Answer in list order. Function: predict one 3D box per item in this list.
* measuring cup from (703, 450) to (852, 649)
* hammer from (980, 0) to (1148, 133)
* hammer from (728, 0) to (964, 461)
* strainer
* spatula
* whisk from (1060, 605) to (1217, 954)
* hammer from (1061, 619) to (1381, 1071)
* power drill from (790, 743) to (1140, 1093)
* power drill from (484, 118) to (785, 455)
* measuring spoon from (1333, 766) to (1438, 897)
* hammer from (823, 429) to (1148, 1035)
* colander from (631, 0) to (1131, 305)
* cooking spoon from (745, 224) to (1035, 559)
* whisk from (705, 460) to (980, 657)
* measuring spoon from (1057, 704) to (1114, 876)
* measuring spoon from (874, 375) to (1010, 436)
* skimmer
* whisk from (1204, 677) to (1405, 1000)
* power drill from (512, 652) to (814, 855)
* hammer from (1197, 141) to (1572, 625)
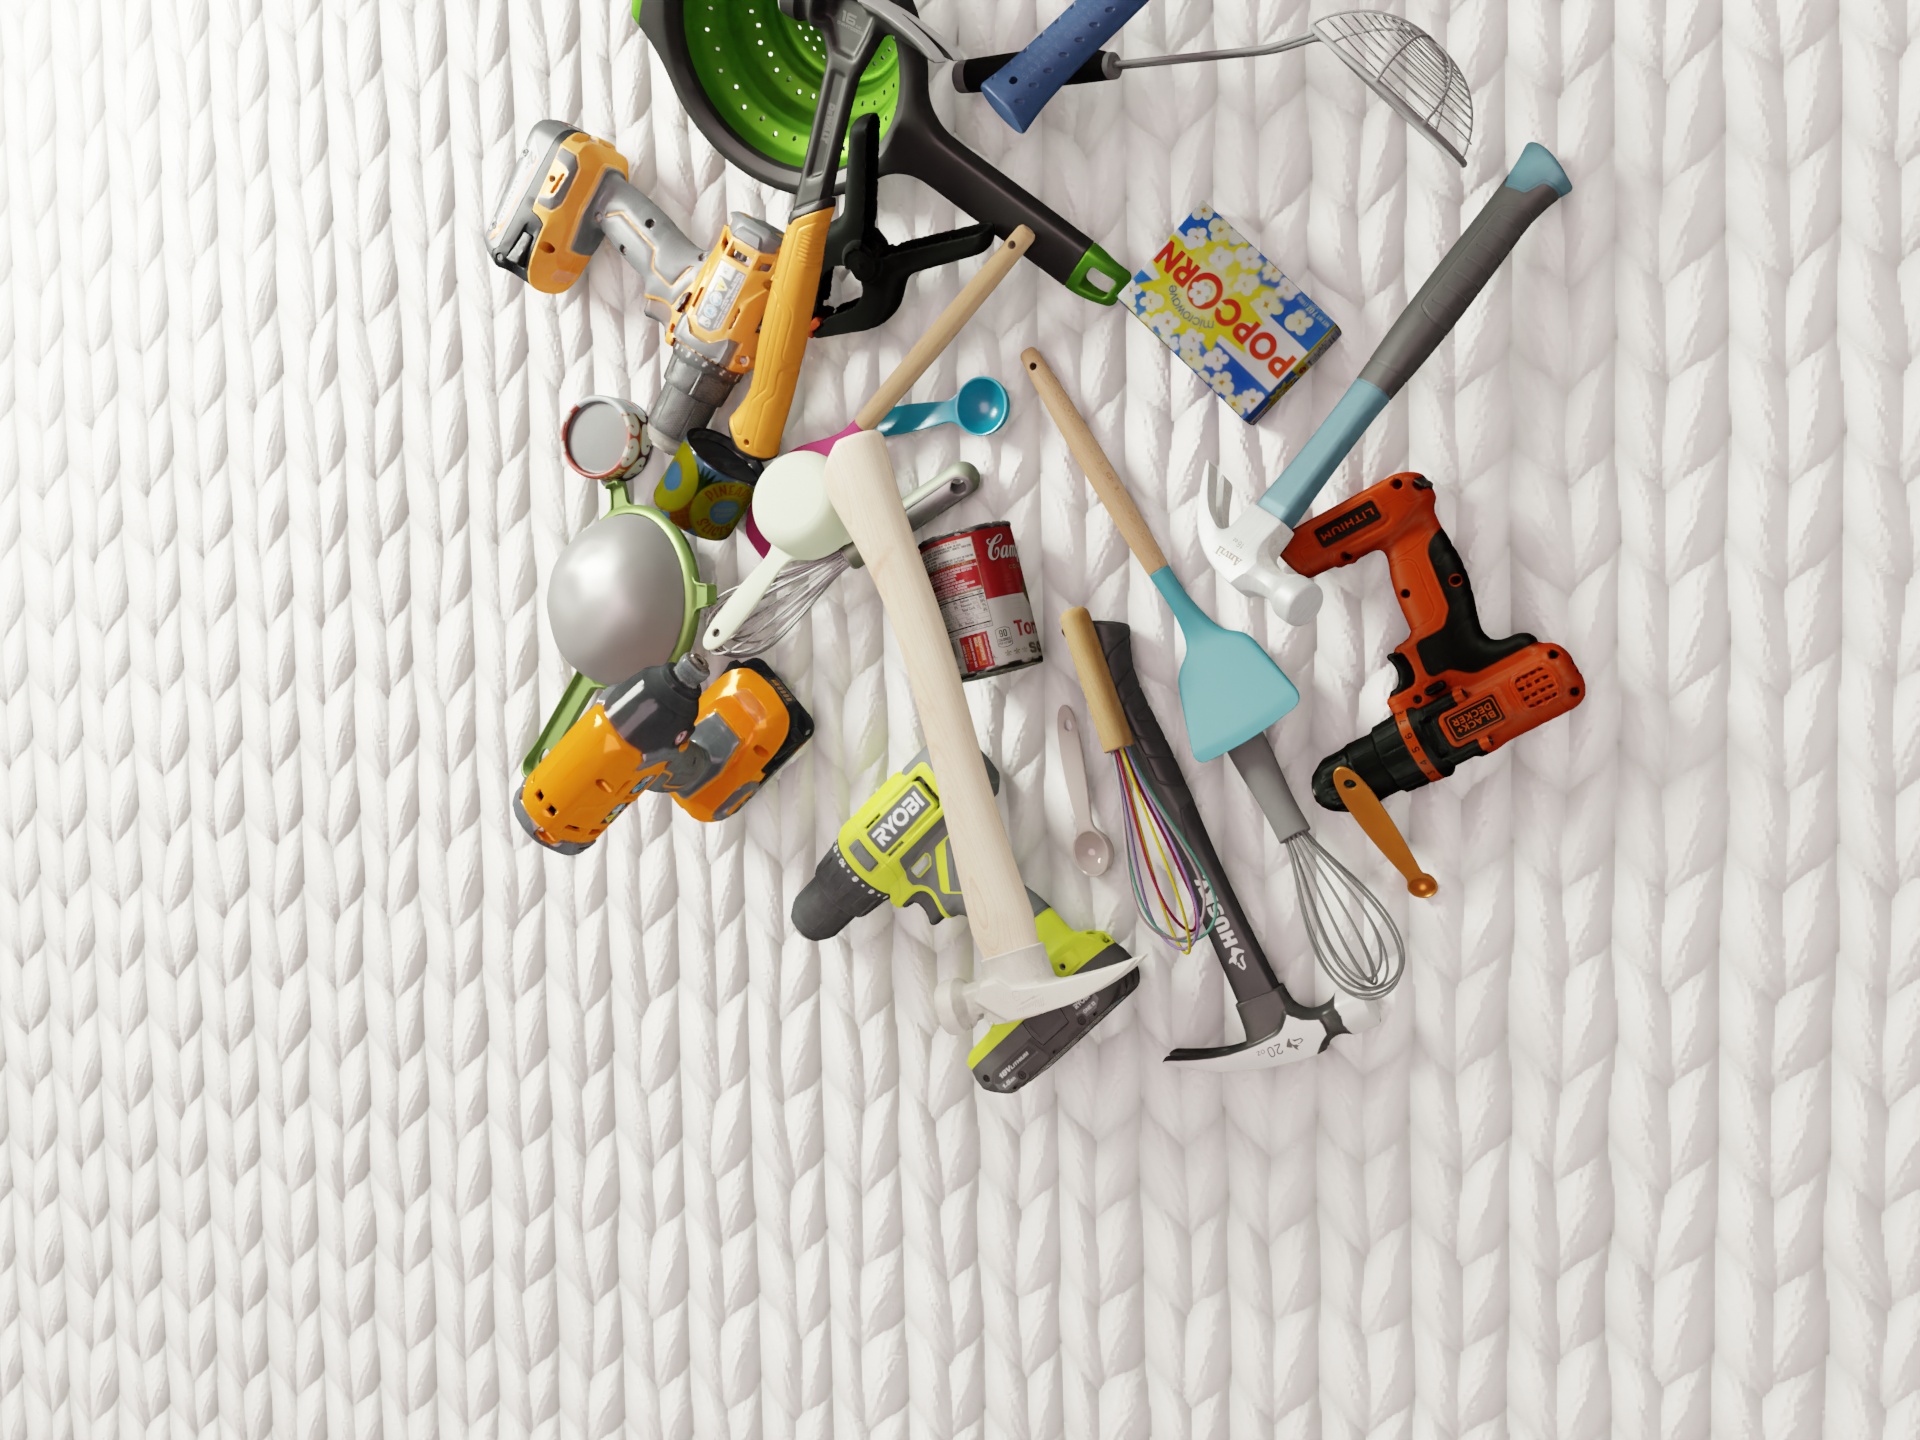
[{"bbox_3d":[-0.141,-0.121,1.146,0.083,0.038,0.167,40,95,23],"label":"measuring cup"},{"bbox_3d":[0.171,-0.533,1.006,0.405,0.035,0.144,-42,77,5],"label":"hammer"},{"bbox_3d":[-0.100,-0.323,1.090,0.127,0.034,0.336,33,128,16],"label":"hammer"},{"bbox_3d":[-0.298,-0.051,1.227,0.152,0.069,0.256,47,116,28],"label":"strainer"},{"bbox_3d":[0.121,-0.125,1.089,0.082,0.044,0.317,-34,80,22],"label":"spatula"},{"bbox_3d":[0.116,0.039,1.067,0.051,0.047,0.245,-21,82,20],"label":"whisk"},{"bbox_3d":[0.150,0.082,1.096,0.146,0.035,0.335,-27,84,20],"label":"hammer"},{"bbox_3d":[-0.003,0.149,1.138,0.190,0.080,0.229,-46,75,17],"label":"power drill"},{"bbox_3d":[-0.246,-0.325,1.201,0.226,0.084,0.185,33,106,12],"label":"power drill"},{"bbox_3d":[0.276,0.071,1.034,0.021,0.011,0.116,-26,112,34],"label":"measuring spoon"},{"bbox_3d":[-0.002,-0.003,1.072,0.146,0.038,0.411,-20,83,23],"label":"hammer"},{"bbox_3d":[-0.035,-0.431,1.108,0.397,0.094,0.204,36,139,-3],"label":"colander"},{"bbox_3d":[-0.054,-0.230,1.142,0.319,0.017,0.069,-45,74,27],"label":"cooking spoon"},{"bbox_3d":[-0.089,-0.117,1.170,0.246,0.059,0.057,-32,120,15],"label":"whisk"},{"bbox_3d":[0.089,0.049,1.129,0.034,0.018,0.124,-18,80,48],"label":"measuring spoon"},{"bbox_3d":[-0.019,-0.221,1.155,0.129,0.021,0.042,-3,93,30],"label":"measuring spoon"},{"bbox_3d":[0.151,-0.403,1.039,0.363,0.127,0.090,9,98,30],"label":"skimmer"},{"bbox_3d":[0.222,0.073,1.051,0.055,0.055,0.239,-33,71,20],"label":"whisk"},{"bbox_3d":[-0.193,0.012,1.119,0.164,0.226,0.084,-44,78,17],"label":"power drill"},{"bbox_3d":[0.270,-0.219,1.001,0.331,0.033,0.128,-53,45,5],"label":"hammer"}]
